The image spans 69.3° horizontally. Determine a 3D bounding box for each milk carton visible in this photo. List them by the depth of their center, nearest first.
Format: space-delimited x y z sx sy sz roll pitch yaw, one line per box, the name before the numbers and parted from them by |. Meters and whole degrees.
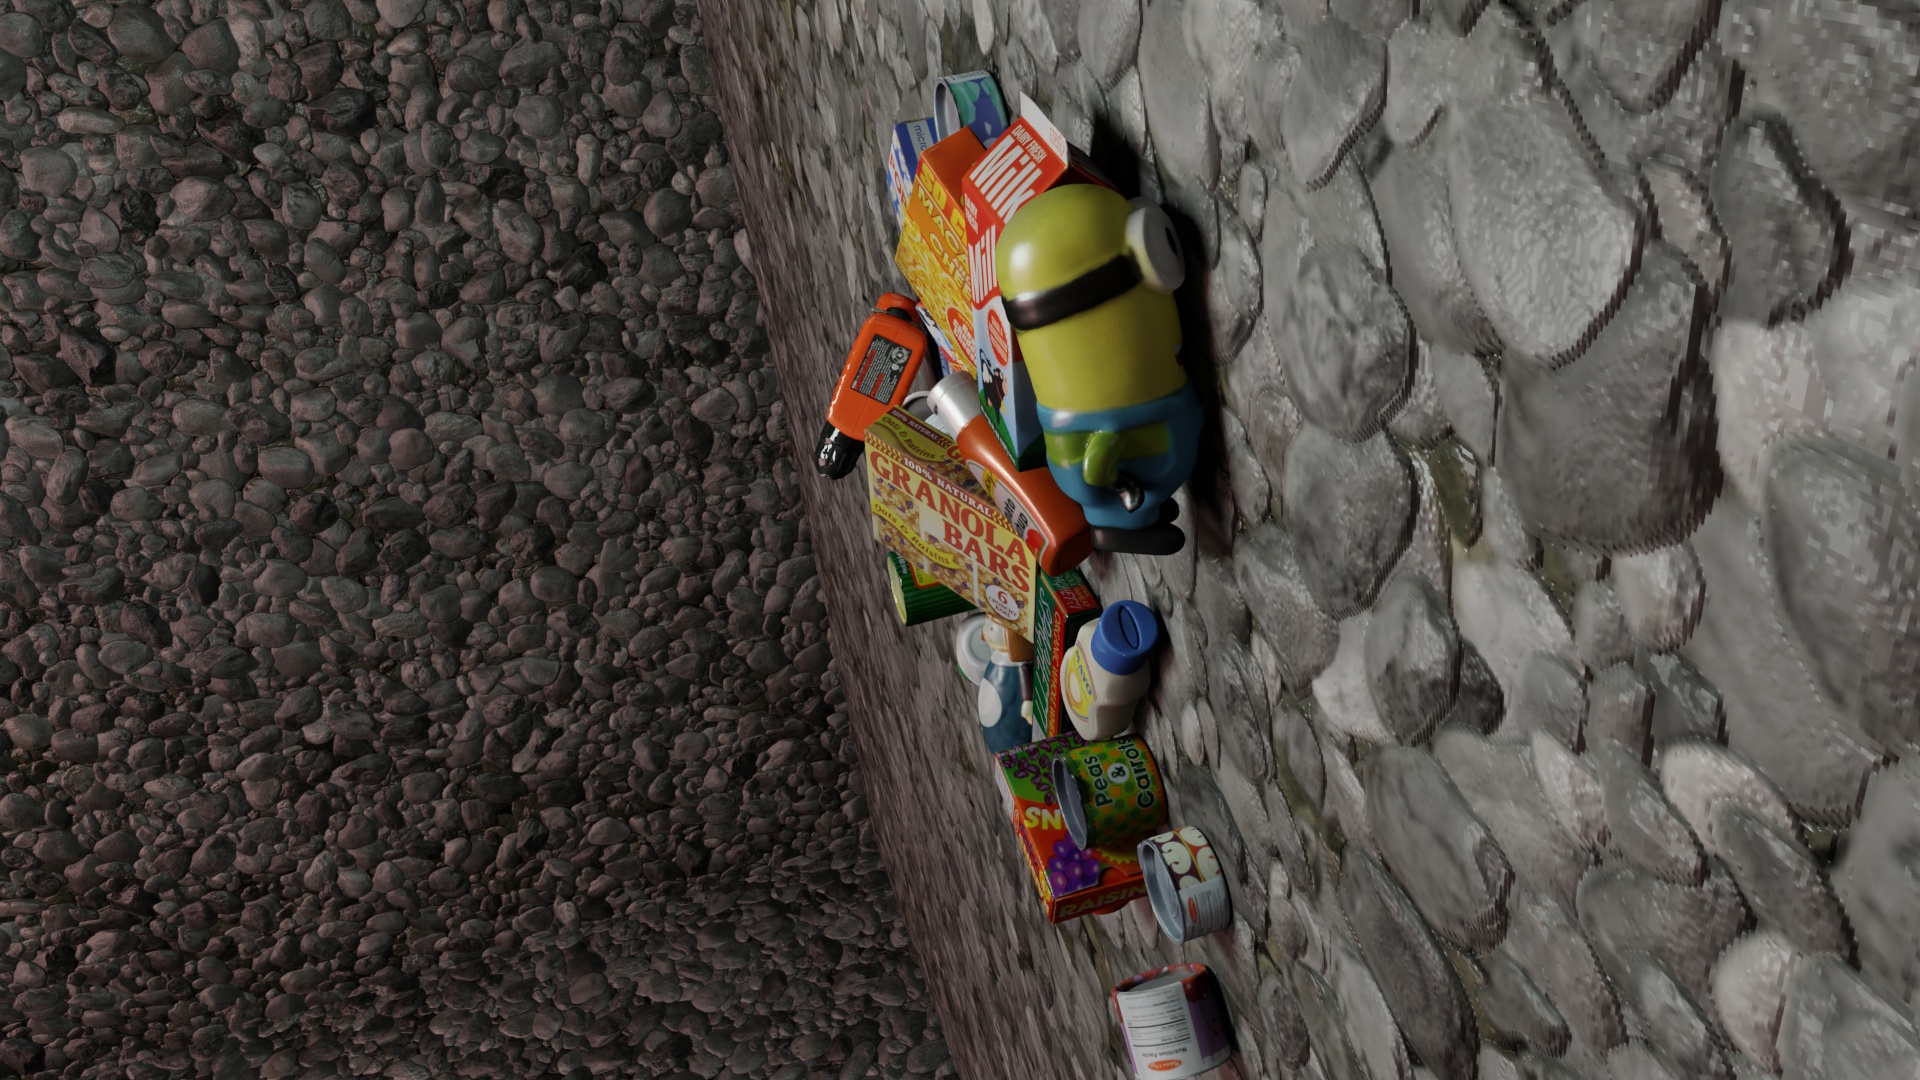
milk carton | 0.048 -0.137 0.743 0.072 0.073 0.189 -117 17 -49

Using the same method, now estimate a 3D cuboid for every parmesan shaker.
parmesan shaker | -0.004 0.030 1.165 0.071 0.103 0.071 167 88 -79

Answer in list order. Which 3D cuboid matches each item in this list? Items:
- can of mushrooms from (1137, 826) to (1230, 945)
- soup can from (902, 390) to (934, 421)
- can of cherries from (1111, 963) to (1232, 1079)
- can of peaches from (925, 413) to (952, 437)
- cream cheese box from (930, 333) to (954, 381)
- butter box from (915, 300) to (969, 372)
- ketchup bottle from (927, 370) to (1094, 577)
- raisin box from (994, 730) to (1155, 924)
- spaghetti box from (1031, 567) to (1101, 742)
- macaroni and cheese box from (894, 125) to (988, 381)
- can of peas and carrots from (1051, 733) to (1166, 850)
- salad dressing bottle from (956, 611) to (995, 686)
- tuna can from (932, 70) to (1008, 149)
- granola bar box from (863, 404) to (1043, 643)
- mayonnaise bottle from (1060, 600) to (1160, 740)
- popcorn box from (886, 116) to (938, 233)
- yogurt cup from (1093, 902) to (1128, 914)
can of mushrooms | 0.138 0.211 0.860 0.071 0.033 0.071 167 88 -80
soup can | -0.035 -0.095 1.261 0.083 0.071 0.071 165 90 -79
can of cherries | 0.139 0.315 0.913 0.071 0.071 0.058 125 129 -76
can of peaches | 0.003 -0.065 1.107 0.058 0.071 0.071 -117 16 -49
cream cheese box | -0.003 -0.146 1.141 0.053 0.024 0.103 -140 36 -70
butter box | 0.007 -0.133 1.011 0.103 0.024 0.053 57 175 -17
ketchup bottle | 0.033 -0.048 0.921 0.149 0.043 0.064 54 167 19
raisin box | 0.084 0.197 0.980 0.039 0.086 0.124 93 160 -49
spaghetti box | 0.076 0.123 1.037 0.050 0.029 0.248 -119 21 -44
macaroni and cheese box | 0.013 -0.171 0.889 0.124 0.040 0.166 56 167 5
can of peas and carrots | 0.099 0.167 0.931 0.071 0.059 0.071 167 88 -79
salad dressing bottle | 0.019 0.101 1.227 0.147 0.044 0.064 105 148 -78
tuna can | 0.007 -0.265 0.896 0.071 0.033 0.071 167 88 -80
granola bar box | 0.004 -0.013 1.036 0.166 0.039 0.123 32 147 27
mayonnaise bottle | 0.095 0.080 0.884 0.147 0.041 0.065 99 157 -66
popcorn box | -0.020 -0.244 1.055 0.085 0.038 0.127 117 137 -73
yogurt cup | 0.101 0.237 1.014 0.053 0.072 0.073 76 173 -52
